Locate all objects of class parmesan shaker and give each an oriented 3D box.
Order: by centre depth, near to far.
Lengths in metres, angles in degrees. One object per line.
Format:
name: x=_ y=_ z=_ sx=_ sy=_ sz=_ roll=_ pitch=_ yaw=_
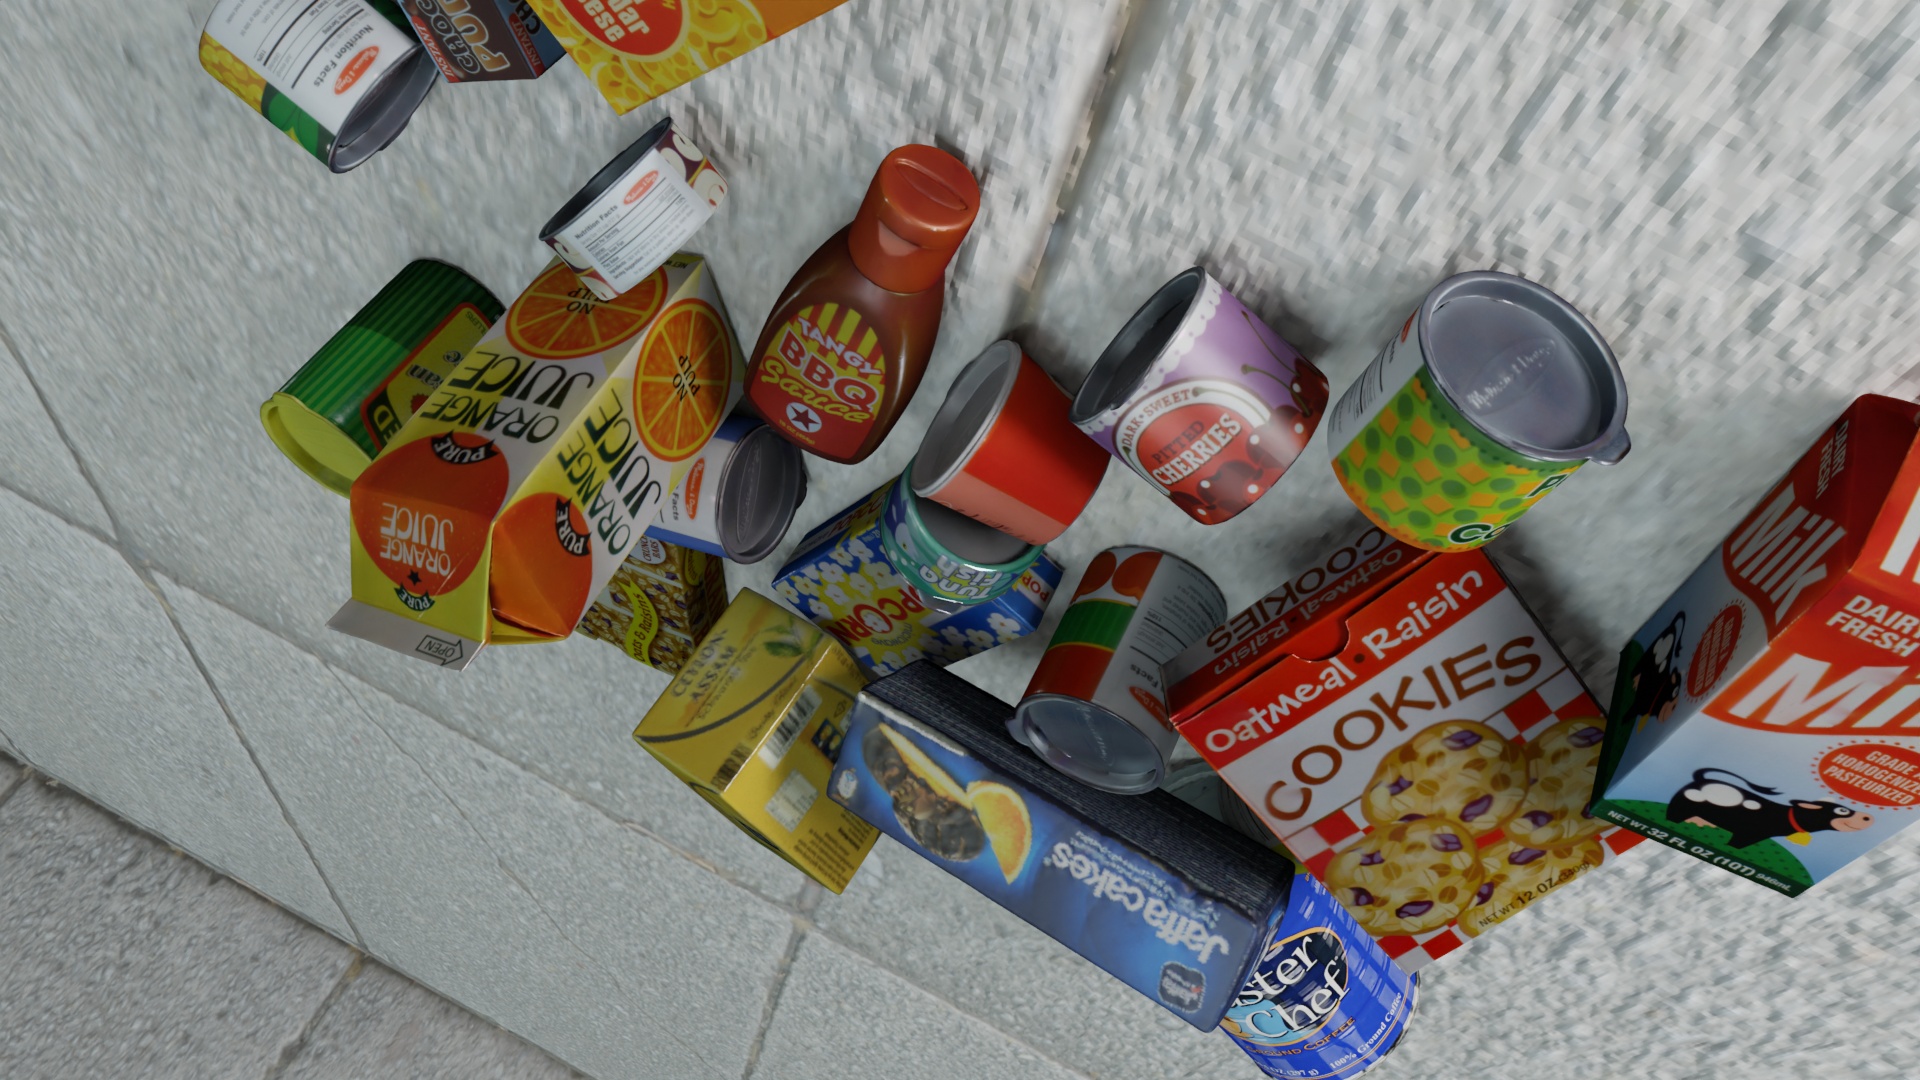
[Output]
parmesan shaker: x=-0.266 y=-0.078 z=0.653 sx=0.071 sy=0.103 sz=0.071 roll=20 pitch=146 yaw=14

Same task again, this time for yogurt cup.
yogurt cup: x=0.021 y=-0.034 z=0.528 sx=0.054 sy=0.073 sz=0.072 roll=32 pitch=148 yaw=-17

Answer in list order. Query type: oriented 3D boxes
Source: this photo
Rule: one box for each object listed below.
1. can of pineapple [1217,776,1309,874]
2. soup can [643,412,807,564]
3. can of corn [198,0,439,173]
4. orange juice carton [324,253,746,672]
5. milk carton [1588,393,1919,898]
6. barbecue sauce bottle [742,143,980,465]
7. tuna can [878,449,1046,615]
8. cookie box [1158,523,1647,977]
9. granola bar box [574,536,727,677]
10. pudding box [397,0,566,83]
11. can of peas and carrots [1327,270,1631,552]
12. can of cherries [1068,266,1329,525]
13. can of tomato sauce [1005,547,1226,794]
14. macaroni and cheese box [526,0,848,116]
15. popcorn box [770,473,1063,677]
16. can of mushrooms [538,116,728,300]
can of pineapple: x=0.156 y=0.108 z=0.611 sx=0.071 sy=0.071 sz=0.057 roll=32 pitch=147 yaw=-2
soup can: x=-0.125 y=-0.030 z=0.644 sx=0.084 sy=0.072 sz=0.071 roll=14 pitch=144 yaw=24
can of corn: x=-0.241 y=-0.183 z=0.529 sx=0.058 sy=0.071 sz=0.071 roll=39 pitch=146 yaw=-13
orange juice carton: x=-0.168 y=-0.031 z=0.557 sx=0.072 sy=0.194 sz=0.072 roll=13 pitch=144 yaw=22
milk carton: x=0.267 y=0.027 z=0.410 sx=0.072 sy=0.074 sz=0.189 roll=24 pitch=146 yaw=9
barbecue sauce bottle: x=-0.035 y=-0.086 z=0.519 sx=0.065 sy=0.044 sz=0.147 roll=34 pitch=146 yaw=-4
tuna can: x=0.002 y=-0.007 z=0.570 sx=0.071 sy=0.071 sz=0.032 roll=33 pitch=146 yaw=-5
cookie box: x=0.173 y=0.077 z=0.522 sx=0.122 sy=0.040 sz=0.167 roll=-37 pitch=114 yaw=15
granola bar box: x=-0.194 y=0.004 z=0.764 sx=0.124 sy=0.039 sz=0.164 roll=23 pitch=146 yaw=11
pudding box: x=-0.176 y=-0.204 z=0.483 sx=0.049 sy=0.030 sz=0.083 roll=10 pitch=142 yaw=29
can of peas and carrots: x=0.155 y=-0.036 z=0.418 sx=0.071 sy=0.071 sz=0.058 roll=29 pitch=148 yaw=1
can of cherries: x=0.078 y=-0.046 z=0.460 sx=0.058 sy=0.072 sz=0.071 roll=38 pitch=146 yaw=-13
can of tomato sauce: x=0.067 y=0.054 z=0.590 sx=0.071 sy=0.083 sz=0.070 roll=20 pitch=146 yaw=15
macaroni and cheese box: x=-0.081 y=-0.205 z=0.400 sx=0.166 sy=0.040 sz=0.123 roll=-6 pitch=133 yaw=43
popcorn box: x=-0.023 y=0.019 z=0.654 sx=0.085 sy=0.038 sz=0.126 roll=41 pitch=145 yaw=-15
can of mushrooms: x=-0.121 y=-0.124 z=0.517 sx=0.071 sy=0.071 sz=0.033 roll=-13 pitch=128 yaw=46
